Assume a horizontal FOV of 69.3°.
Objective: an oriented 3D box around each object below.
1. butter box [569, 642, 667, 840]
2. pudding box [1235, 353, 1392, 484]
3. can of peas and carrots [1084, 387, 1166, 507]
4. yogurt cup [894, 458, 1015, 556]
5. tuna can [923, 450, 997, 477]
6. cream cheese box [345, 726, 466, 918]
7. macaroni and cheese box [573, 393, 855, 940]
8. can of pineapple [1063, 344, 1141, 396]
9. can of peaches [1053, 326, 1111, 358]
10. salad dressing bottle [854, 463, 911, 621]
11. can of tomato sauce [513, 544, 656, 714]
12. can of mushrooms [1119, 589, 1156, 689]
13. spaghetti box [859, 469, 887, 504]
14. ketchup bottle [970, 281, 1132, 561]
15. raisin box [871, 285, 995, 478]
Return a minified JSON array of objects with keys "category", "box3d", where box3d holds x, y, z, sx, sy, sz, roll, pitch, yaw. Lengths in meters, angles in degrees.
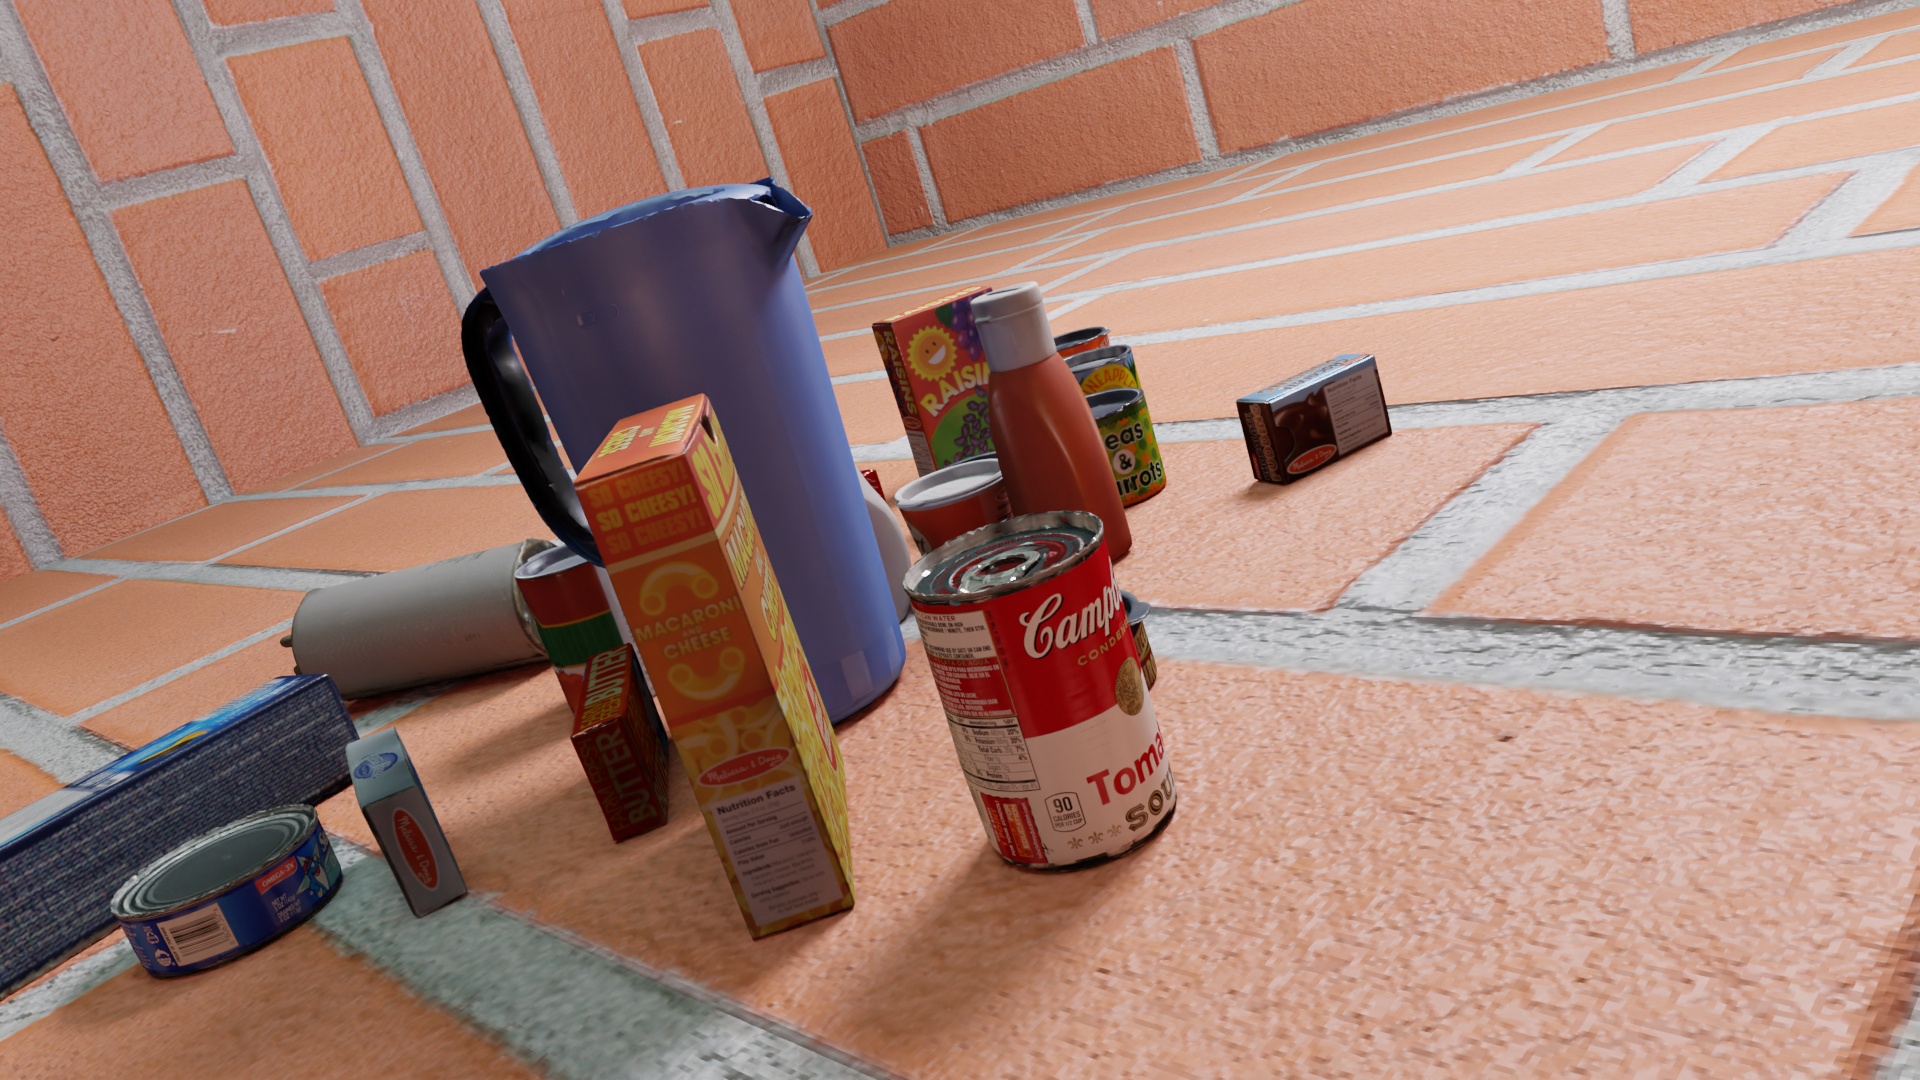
[{"category":"butter box","box3d":[-0.149,0.087,0.615,0.024,0.053,0.104,-19,16,-6]},{"category":"pudding box","box3d":[0.199,-0.069,0.778,0.084,0.049,0.030,-25,17,-24]},{"category":"can of peas and carrots","box3d":[0.085,-0.053,0.826,0.071,0.058,0.071,-16,16,5]},{"category":"yogurt cup","box3d":[0.003,-0.010,0.777,0.072,0.053,0.072,-16,16,5]},{"category":"tuna can","box3d":[0.011,-0.031,0.877,0.071,0.032,0.071,-16,16,5]},{"category":"cream cheese box","box3d":[-0.242,0.119,0.602,0.024,0.053,0.104,-24,17,-23]},{"category":"macaroni and cheese box","box3d":[-0.083,0.038,0.503,0.040,0.166,0.124,-18,16,-2]},{"category":"can of pineapple","box3d":[0.096,-0.100,0.974,0.071,0.057,0.071,-16,16,5]},{"category":"can of peaches","box3d":[0.091,-0.128,1.075,0.071,0.058,0.071,-16,16,5]},{"category":"salad dressing bottle","box3d":[-0.070,-0.022,0.725,0.064,0.147,0.044,-23,16,-17]},{"category":"can of tomato sauce","box3d":[-0.196,0.044,0.752,0.071,0.083,0.071,-16,16,5]},{"category":"can of mushrooms","box3d":[0.048,0.048,0.573,0.071,0.033,0.071,-16,16,5]},{"category":"spaghetti box","box3d":[-0.151,-0.010,0.946,0.250,0.050,0.029,-5,20,38]},{"category":"ketchup bottle","box3d":[0.043,-0.058,0.725,0.044,0.148,0.064,-29,19,-35]},{"category":"raisin box","box3d":[-0.003,-0.111,0.997,0.086,0.123,0.040,-24,17,-21]}]
